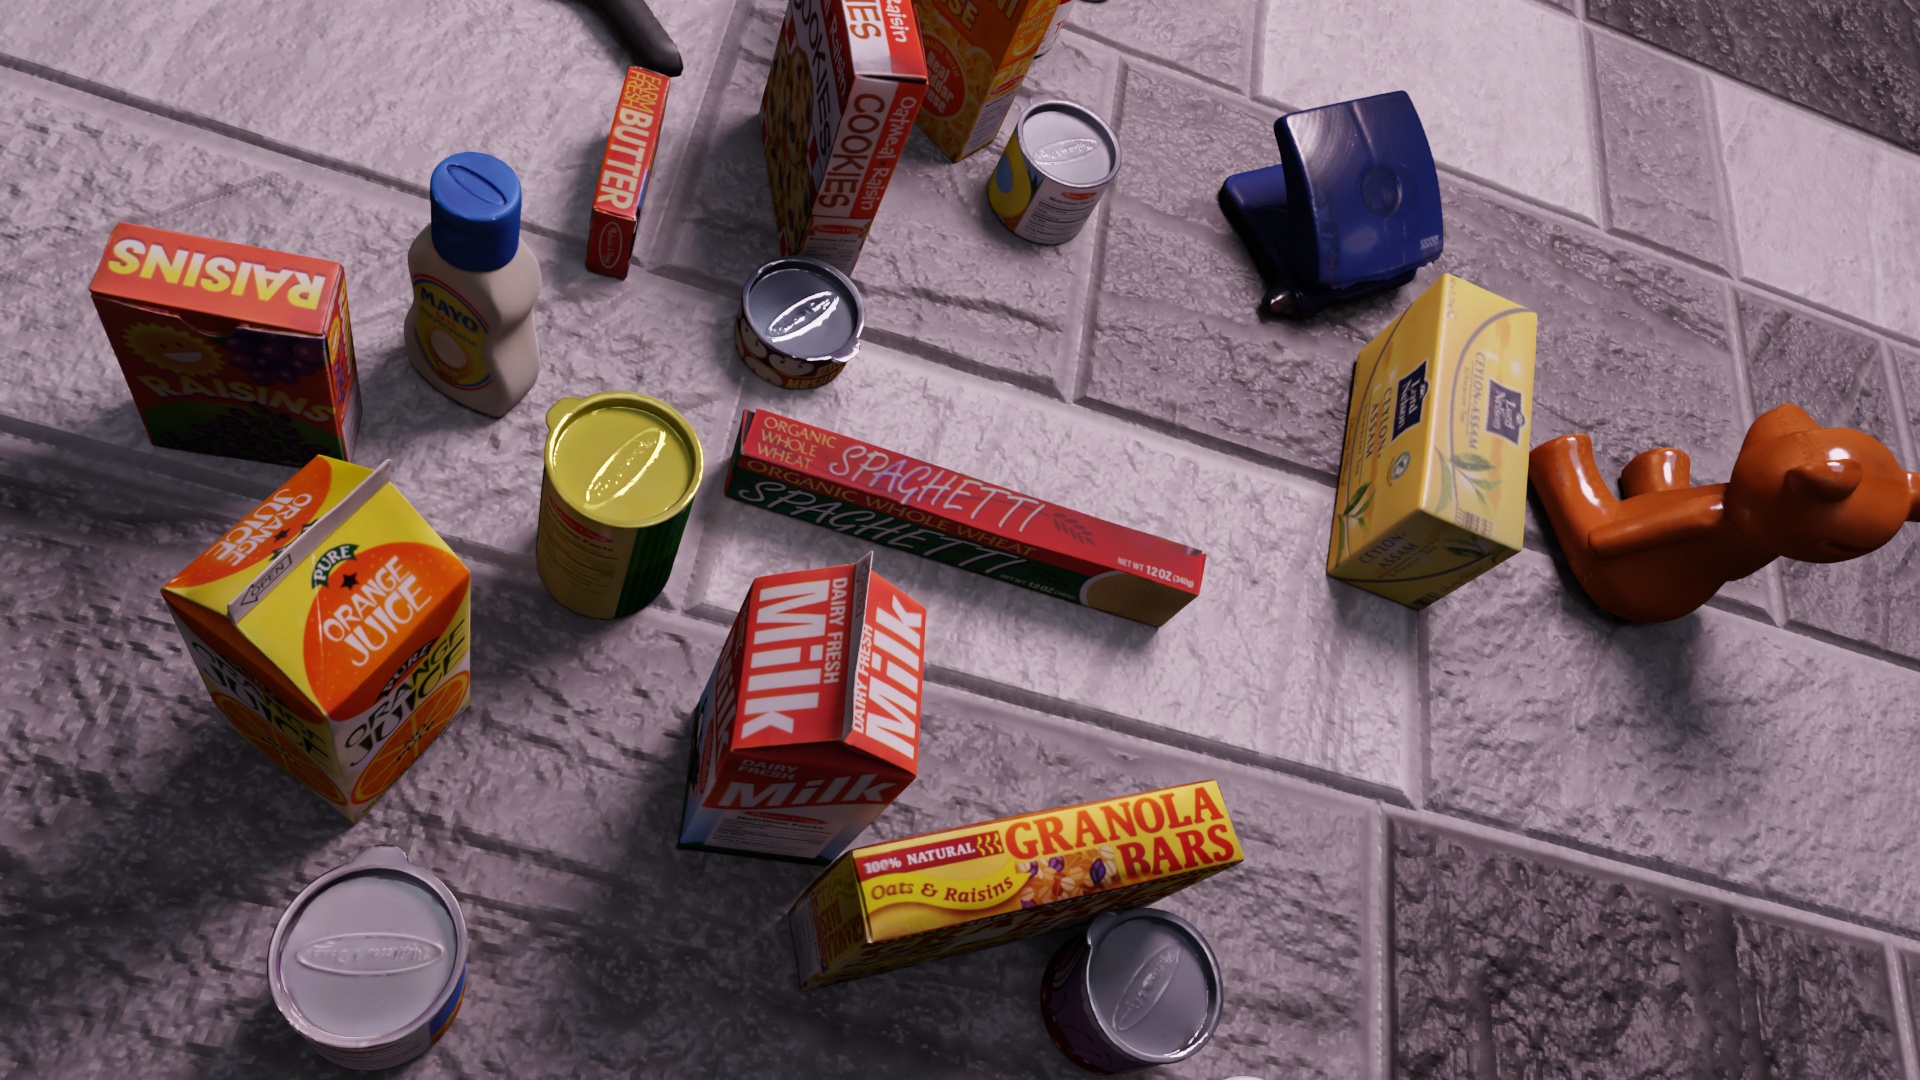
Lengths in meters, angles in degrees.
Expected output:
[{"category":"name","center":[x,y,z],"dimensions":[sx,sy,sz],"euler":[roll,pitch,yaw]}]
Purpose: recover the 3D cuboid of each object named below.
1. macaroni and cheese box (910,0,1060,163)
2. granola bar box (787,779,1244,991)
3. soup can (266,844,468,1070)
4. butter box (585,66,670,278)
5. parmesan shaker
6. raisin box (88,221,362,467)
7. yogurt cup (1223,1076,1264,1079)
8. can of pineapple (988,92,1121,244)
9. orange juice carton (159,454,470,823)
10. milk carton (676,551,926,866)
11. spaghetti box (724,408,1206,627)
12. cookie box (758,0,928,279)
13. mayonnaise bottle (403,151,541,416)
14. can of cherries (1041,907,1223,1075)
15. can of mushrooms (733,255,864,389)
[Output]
[{"category":"macaroni and cheese box","center":[-0.007,-0.321,0.803],"dimensions":[0.040,0.165,0.124],"euler":[-38,82,-30]},{"category":"granola bar box","center":[0.019,0.149,0.600],"dimensions":[0.166,0.123,0.039],"euler":[-6,67,-22]},{"category":"soup can","center":[-0.223,0.161,0.531],"dimensions":[0.071,0.083,0.071],"euler":[8,62,-16]},{"category":"butter box","center":[-0.179,-0.198,0.745],"dimensions":[0.024,0.053,0.104],"euler":[12,61,-14]},{"category":"parmesan shaker","center":[-0.159,-0.016,0.631],"dimensions":[0.071,0.102,0.071],"euler":[8,62,-16]},{"category":"raisin box","center":[-0.309,-0.078,0.597],"dimensions":[0.086,0.122,0.040],"euler":[10,62,-15]},{"category":"yogurt cup","center":[0.117,0.275,0.613],"dimensions":[0.072,0.053,0.072],"euler":[8,62,-16]},{"category":"can of pineapple","center":[0.056,-0.223,0.839],"dimensions":[0.071,0.057,0.071],"euler":[8,62,-16]},{"category":"orange juice carton","center":[-0.237,0.036,0.525],"dimensions":[0.073,0.191,0.072],"euler":[37,59,1]},{"category":"milk carton","center":[-0.064,0.074,0.569],"dimensions":[0.073,0.189,0.072],"euler":[11,62,-15]},{"category":"spaghetti box","center":[0.003,-0.009,0.717],"dimensions":[0.250,0.050,0.029],"euler":[17,60,-11]},{"category":"cookie box","center":[-0.066,-0.235,0.737],"dimensions":[0.040,0.166,0.123],"euler":[-2,66,-21]},{"category":"mayonnaise bottle","center":[-0.222,-0.115,0.633],"dimensions":[0.065,0.147,0.041],"euler":[34,59,-1]},{"category":"can of cherries","center":[0.075,0.204,0.631],"dimensions":[0.071,0.058,0.072],"euler":[8,62,-16]},{"category":"can of mushrooms","center":[-0.086,-0.115,0.748],"dimensions":[0.071,0.033,0.071],"euler":[8,62,-16]}]
